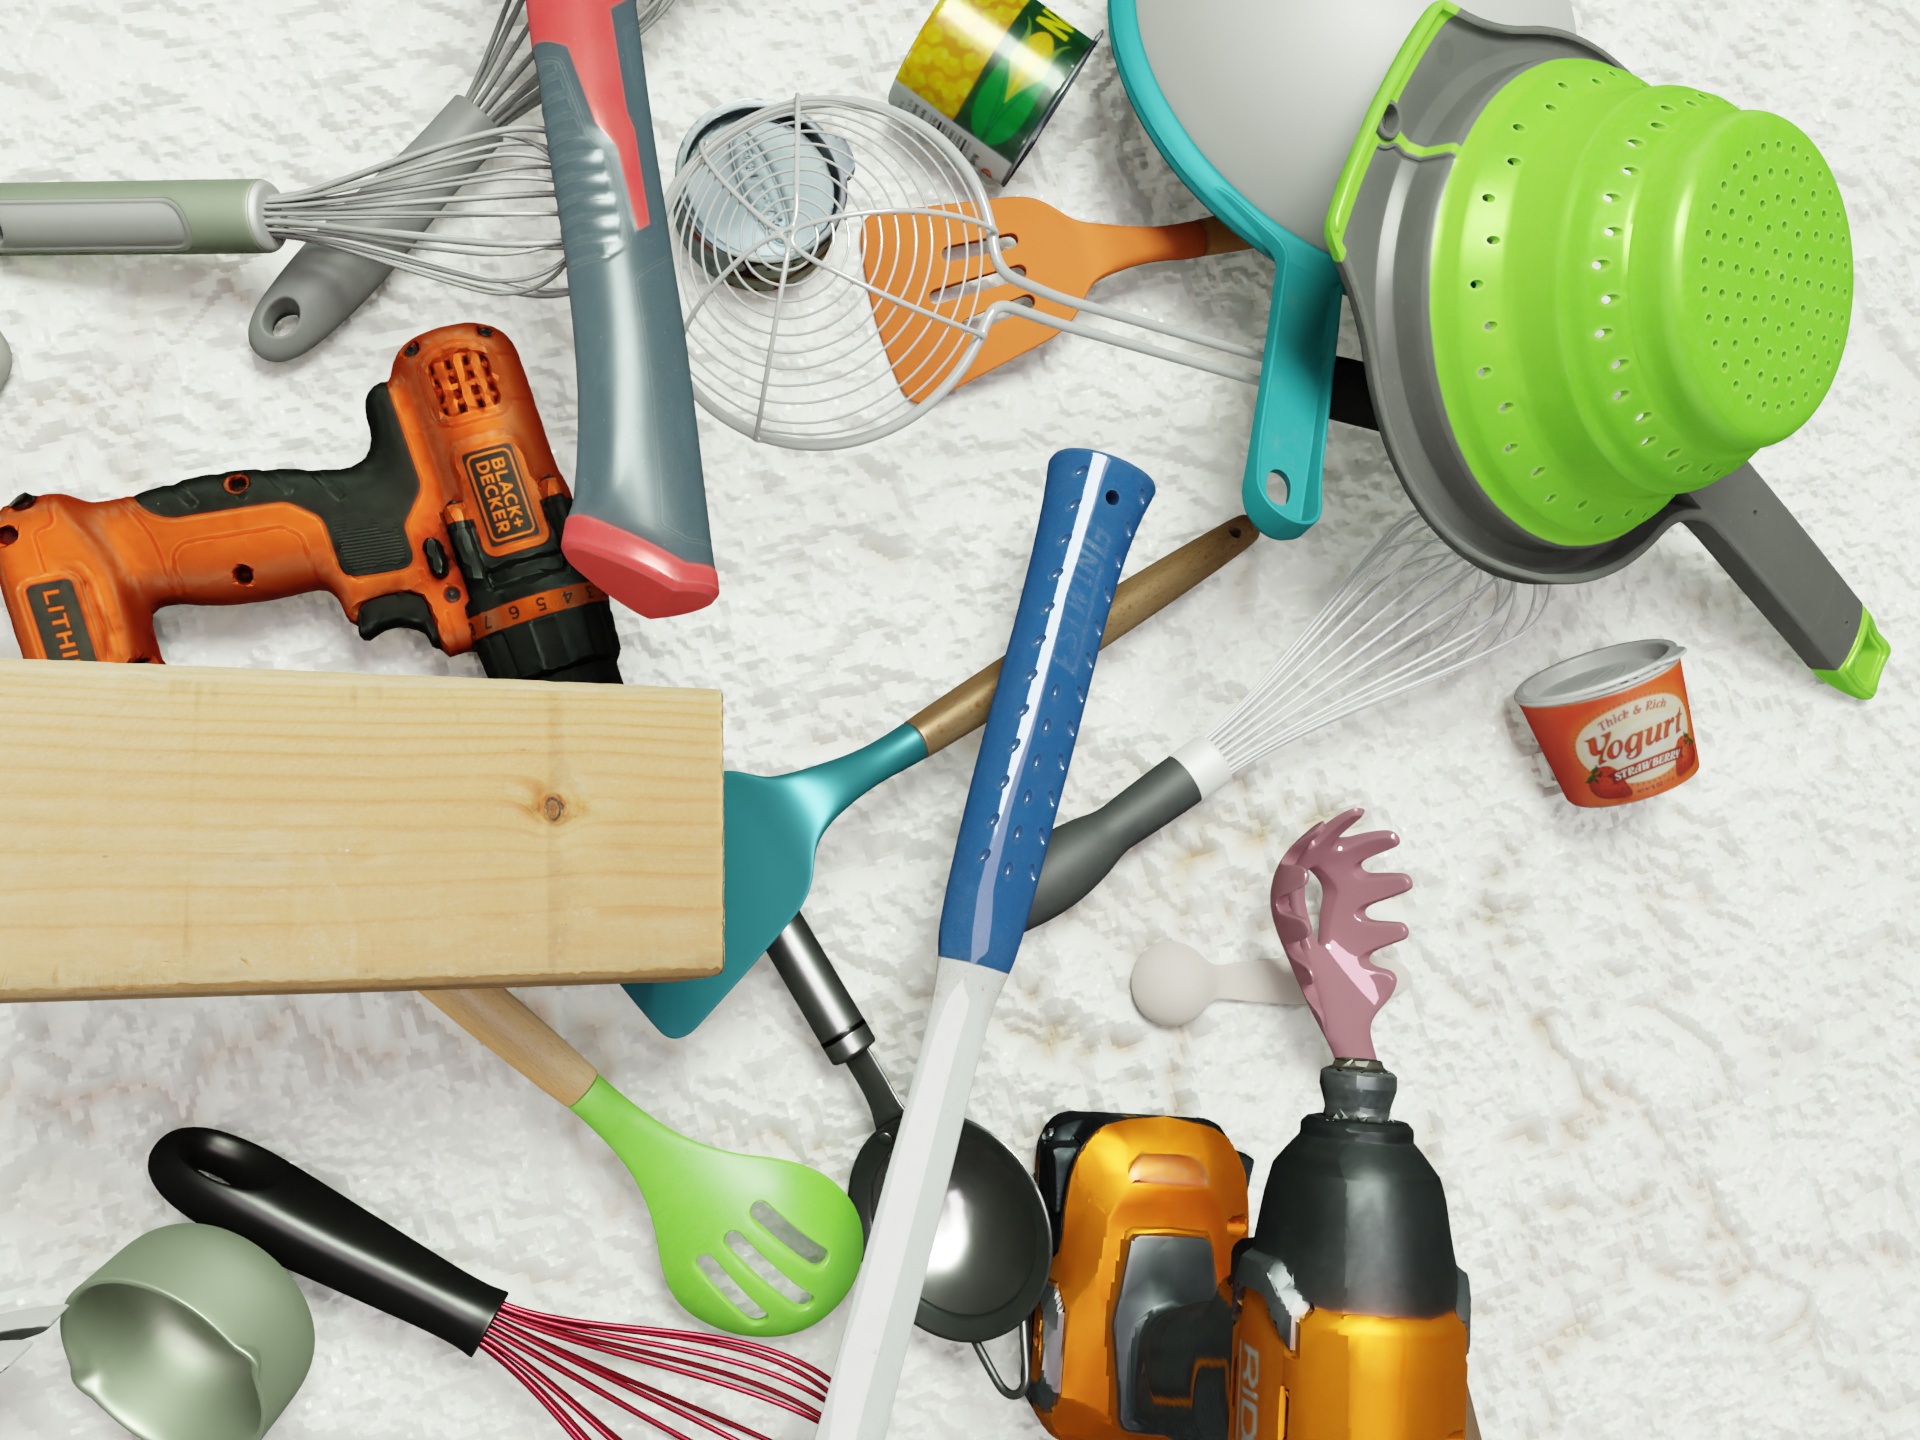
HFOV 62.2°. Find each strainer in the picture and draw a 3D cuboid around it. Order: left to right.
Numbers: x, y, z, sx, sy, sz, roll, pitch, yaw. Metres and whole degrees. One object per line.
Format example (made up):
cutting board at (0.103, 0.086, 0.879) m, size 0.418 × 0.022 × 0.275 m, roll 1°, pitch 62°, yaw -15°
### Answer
strainer at (-0.036, 0.126, 0.594) m, size 0.087 × 0.050 × 0.258 m, roll -33°, pitch 86°, yaw 28°
strainer at (0.158, -0.224, 0.601) m, size 0.211 × 0.095 × 0.341 m, roll 22°, pitch 60°, yaw -15°

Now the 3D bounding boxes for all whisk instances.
whisk at (-0.232, -0.173, 0.548) m, size 0.246 × 0.059 × 0.057 m, roll 1°, pitch 124°, yaw 6°
whisk at (-0.184, -0.227, 0.595) m, size 0.055 × 0.055 × 0.239 m, roll 39°, pitch 81°, yaw -7°
whisk at (-0.145, 0.218, 0.549) m, size 0.296 × 0.073 × 0.073 m, roll 30°, pitch 78°, yaw -4°
whisk at (0.122, 0.002, 0.640) m, size 0.284 × 0.070 × 0.070 m, roll -35°, pitch 93°, yaw -10°

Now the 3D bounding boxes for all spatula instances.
spatula at (-0.001, -0.002, 0.610) m, size 0.317 × 0.044 × 0.082 m, roll -32°, pitch 76°, yaw -25°
spatula at (0.118, -0.207, 0.679) m, size 0.322 × 0.041 × 0.081 m, roll -15°, pitch 89°, yaw -19°

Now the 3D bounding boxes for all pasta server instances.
pasta server at (0.178, 0.191, 0.632) m, size 0.060 × 0.040 × 0.316 m, roll -16°, pitch 92°, yaw -33°

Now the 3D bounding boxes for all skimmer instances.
skimmer at (0.062, -0.146, 0.628) m, size 0.363 × 0.090 × 0.127 m, roll 7°, pitch 89°, yaw -31°

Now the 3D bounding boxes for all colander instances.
colander at (0.303, -0.112, 0.606) m, size 0.396 × 0.094 × 0.204 m, roll 33°, pitch 76°, yaw -32°

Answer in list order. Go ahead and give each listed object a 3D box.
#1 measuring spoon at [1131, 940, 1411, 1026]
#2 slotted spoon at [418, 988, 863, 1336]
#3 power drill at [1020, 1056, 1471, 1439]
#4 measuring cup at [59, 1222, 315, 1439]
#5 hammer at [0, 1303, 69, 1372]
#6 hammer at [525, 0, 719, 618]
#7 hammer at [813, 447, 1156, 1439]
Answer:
measuring spoon at (0.130, 0.106, 0.647) m, size 0.124 × 0.018 × 0.034 m, roll 1°, pitch 83°, yaw -14°
slotted spoon at (-0.151, 0.112, 0.546) m, size 0.070 × 0.031 × 0.313 m, roll -45°, pitch 104°, yaw -1°
power drill at (0.088, 0.186, 0.519) m, size 0.084 × 0.226 × 0.164 m, roll 6°, pitch 82°, yaw -13°
measuring cup at (-0.231, 0.239, 0.534) m, size 0.083 × 0.038 × 0.167 m, roll -16°, pitch 110°, yaw 23°
hammer at (-0.247, 0.333, 0.507) m, size 0.146 × 0.035 × 0.334 m, roll -40°, pitch 98°, yaw 6°
hammer at (-0.107, -0.224, 0.519) m, size 0.143 × 0.038 × 0.386 m, roll -6°, pitch 80°, yaw -27°
hammer at (-0.004, 0.093, 0.546) m, size 0.144 × 0.035 × 0.406 m, roll 18°, pitch 75°, yaw -12°
